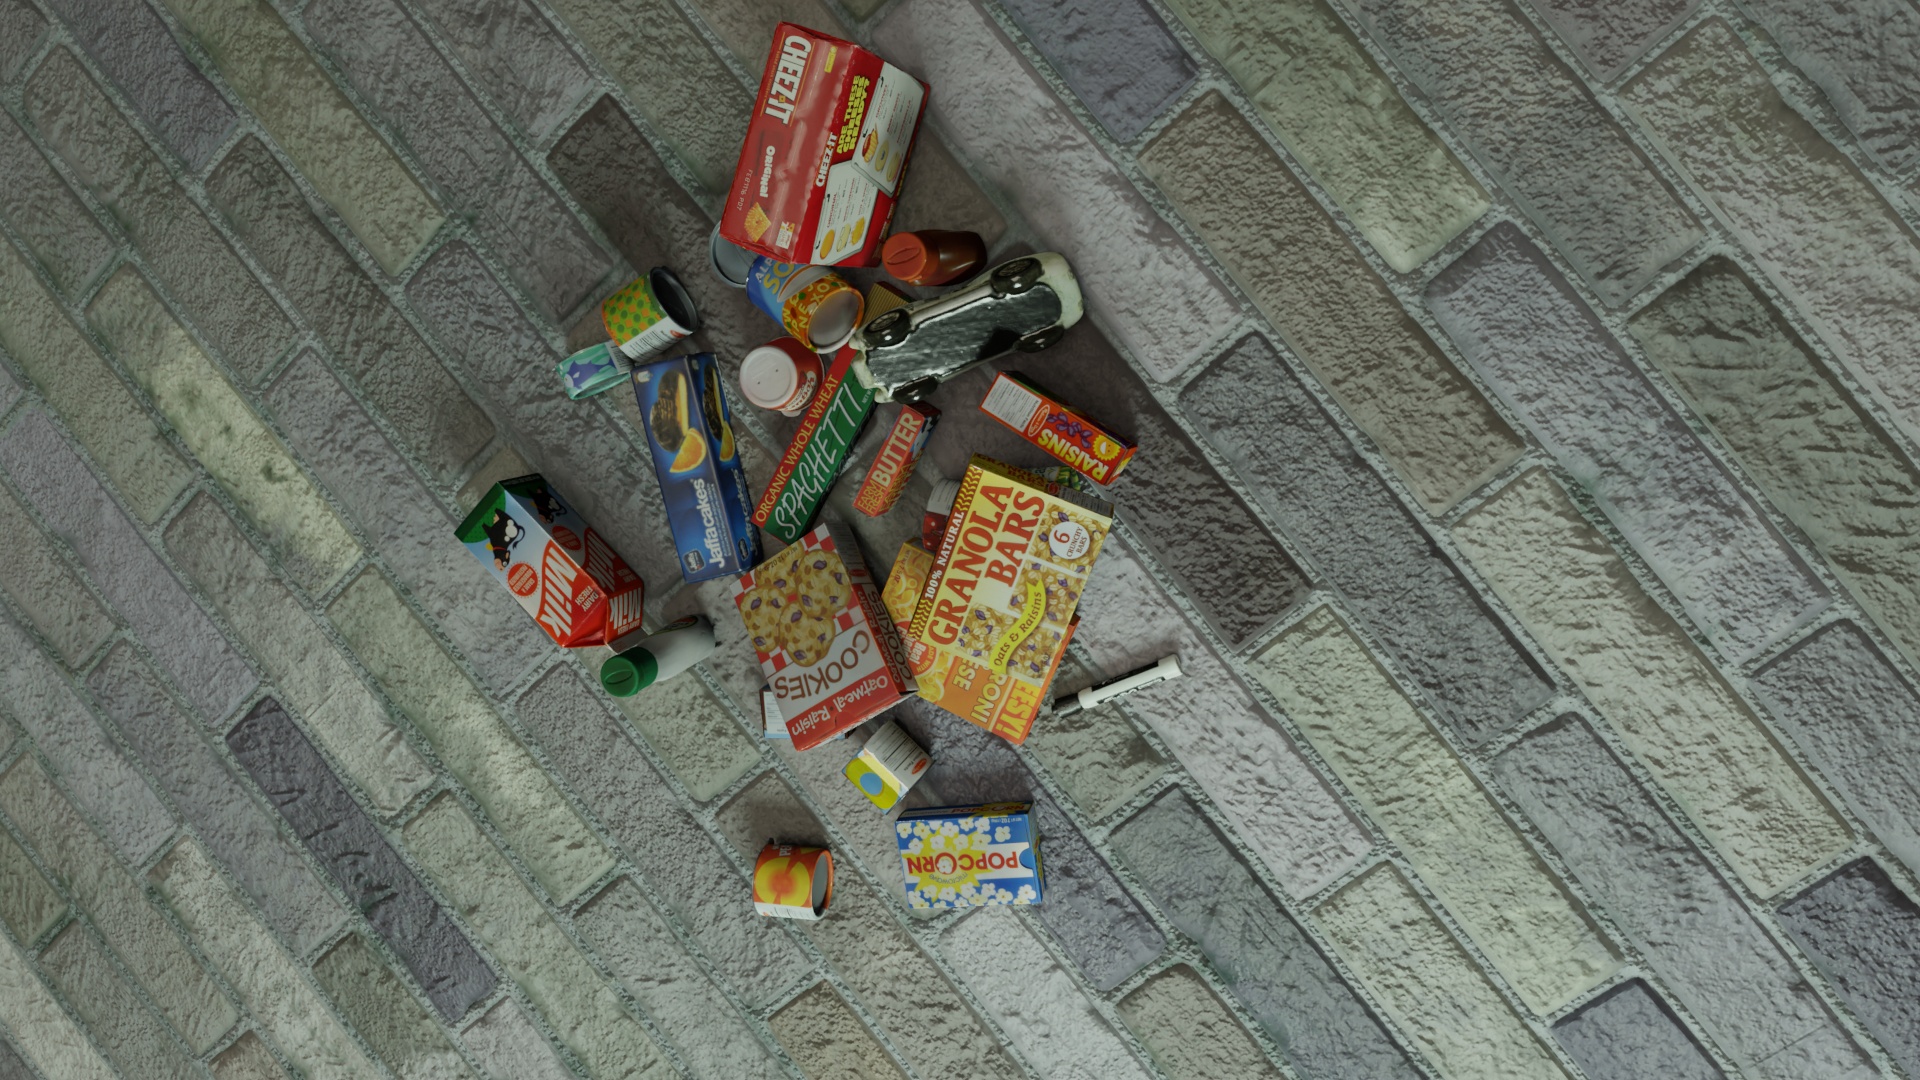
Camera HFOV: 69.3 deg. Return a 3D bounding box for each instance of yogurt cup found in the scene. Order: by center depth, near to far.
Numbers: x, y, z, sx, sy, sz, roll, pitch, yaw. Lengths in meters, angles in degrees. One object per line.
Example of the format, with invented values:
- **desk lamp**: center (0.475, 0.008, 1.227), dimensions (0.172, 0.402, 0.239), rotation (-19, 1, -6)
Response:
- **yogurt cup**: center (-0.160, -0.145, 1.224), dimensions (0.072, 0.054, 0.072), rotation (2, 99, 14)

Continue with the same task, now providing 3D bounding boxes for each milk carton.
- **milk carton**: center (-0.370, 0.031, 1.298), dimensions (0.190, 0.072, 0.073), rotation (45, 107, 3)

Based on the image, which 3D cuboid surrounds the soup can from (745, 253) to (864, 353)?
- **soup can**: center (-0.132, -0.210, 1.184), dimensions (0.084, 0.071, 0.071), rotation (40, 108, 29)

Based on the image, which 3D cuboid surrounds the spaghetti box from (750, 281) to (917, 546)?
- **spaghetti box**: center (-0.109, -0.108, 1.231), dimensions (0.050, 0.029, 0.249), rotation (32, 105, 8)

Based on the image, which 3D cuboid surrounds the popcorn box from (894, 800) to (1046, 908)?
- **popcorn box**: center (0.009, 0.286, 1.261), dimensions (0.126, 0.038, 0.085), rotation (-7, 96, 16)

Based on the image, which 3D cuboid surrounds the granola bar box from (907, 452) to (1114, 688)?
- **granola bar box**: center (0.040, 0.025, 1.145), dimensions (0.124, 0.039, 0.164), rotation (21, 114, 1)

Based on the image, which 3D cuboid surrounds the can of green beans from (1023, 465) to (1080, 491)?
- **can of green beans**: center (0.069, -0.030, 1.178), dimensions (0.058, 0.071, 0.071), rotation (-4, 98, 15)

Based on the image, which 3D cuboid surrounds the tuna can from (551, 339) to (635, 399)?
- **tuna can**: center (-0.332, -0.154, 1.260), dimensions (0.071, 0.071, 0.033), rotation (-24, 93, 17)

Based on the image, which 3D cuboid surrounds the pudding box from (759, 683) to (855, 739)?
- **pudding box**: center (-0.141, 0.157, 1.282), dimensions (0.084, 0.030, 0.049), rotation (-2, 98, 15)

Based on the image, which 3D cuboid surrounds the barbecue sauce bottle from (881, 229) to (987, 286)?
- **barbecue sauce bottle**: center (-0.024, -0.229, 1.126), dimensions (0.065, 0.149, 0.043), rotation (-17, 96, 17)

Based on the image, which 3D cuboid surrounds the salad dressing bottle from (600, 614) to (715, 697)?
- **salad dressing bottle**: center (-0.270, 0.104, 1.245), dimensions (0.064, 0.148, 0.044), rotation (-18, 95, 17)

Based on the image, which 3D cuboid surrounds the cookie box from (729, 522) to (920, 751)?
- **cookie box**: center (-0.123, 0.086, 1.228), dimensions (0.122, 0.040, 0.168), rotation (-32, 74, 26)

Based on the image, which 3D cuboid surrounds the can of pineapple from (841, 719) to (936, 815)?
- **can of pineapple**: center (-0.066, 0.205, 1.253), dimensions (0.058, 0.071, 0.071), rotation (43, 107, 5)

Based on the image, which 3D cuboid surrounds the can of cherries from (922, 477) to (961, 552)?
- **can of cherries**: center (0.004, -0.015, 1.198), dimensions (0.058, 0.071, 0.071), rotation (12, 102, 12)

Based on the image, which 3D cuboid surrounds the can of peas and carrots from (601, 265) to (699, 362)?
- **can of peas and carrots**: center (-0.278, -0.203, 1.240), dimensions (0.058, 0.071, 0.071), rotation (-29, 91, 18)

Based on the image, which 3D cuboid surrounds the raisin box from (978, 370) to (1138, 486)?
- **raisin box**: center (0.083, -0.095, 1.153), dimensions (0.123, 0.086, 0.040), rotation (33, 101, 7)

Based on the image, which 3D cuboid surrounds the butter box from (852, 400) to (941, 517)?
- **butter box**: center (-0.055, -0.071, 1.210), dimensions (0.024, 0.053, 0.103), rotation (31, 105, 9)

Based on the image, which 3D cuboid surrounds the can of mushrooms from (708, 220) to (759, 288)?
- **can of mushrooms**: center (-0.183, -0.256, 1.223), dimensions (0.071, 0.033, 0.071), rotation (2, 99, 15)

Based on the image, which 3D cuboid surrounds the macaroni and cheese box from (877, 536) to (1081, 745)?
- **macaroni and cheese box**: center (0.006, 0.088, 1.228), dimensions (0.166, 0.040, 0.123), rotation (26, 104, 10)

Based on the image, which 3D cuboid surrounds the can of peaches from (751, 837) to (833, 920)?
- **can of peaches**: center (-0.155, 0.315, 1.294), dimensions (0.058, 0.071, 0.071), rotation (2, 100, 14)
